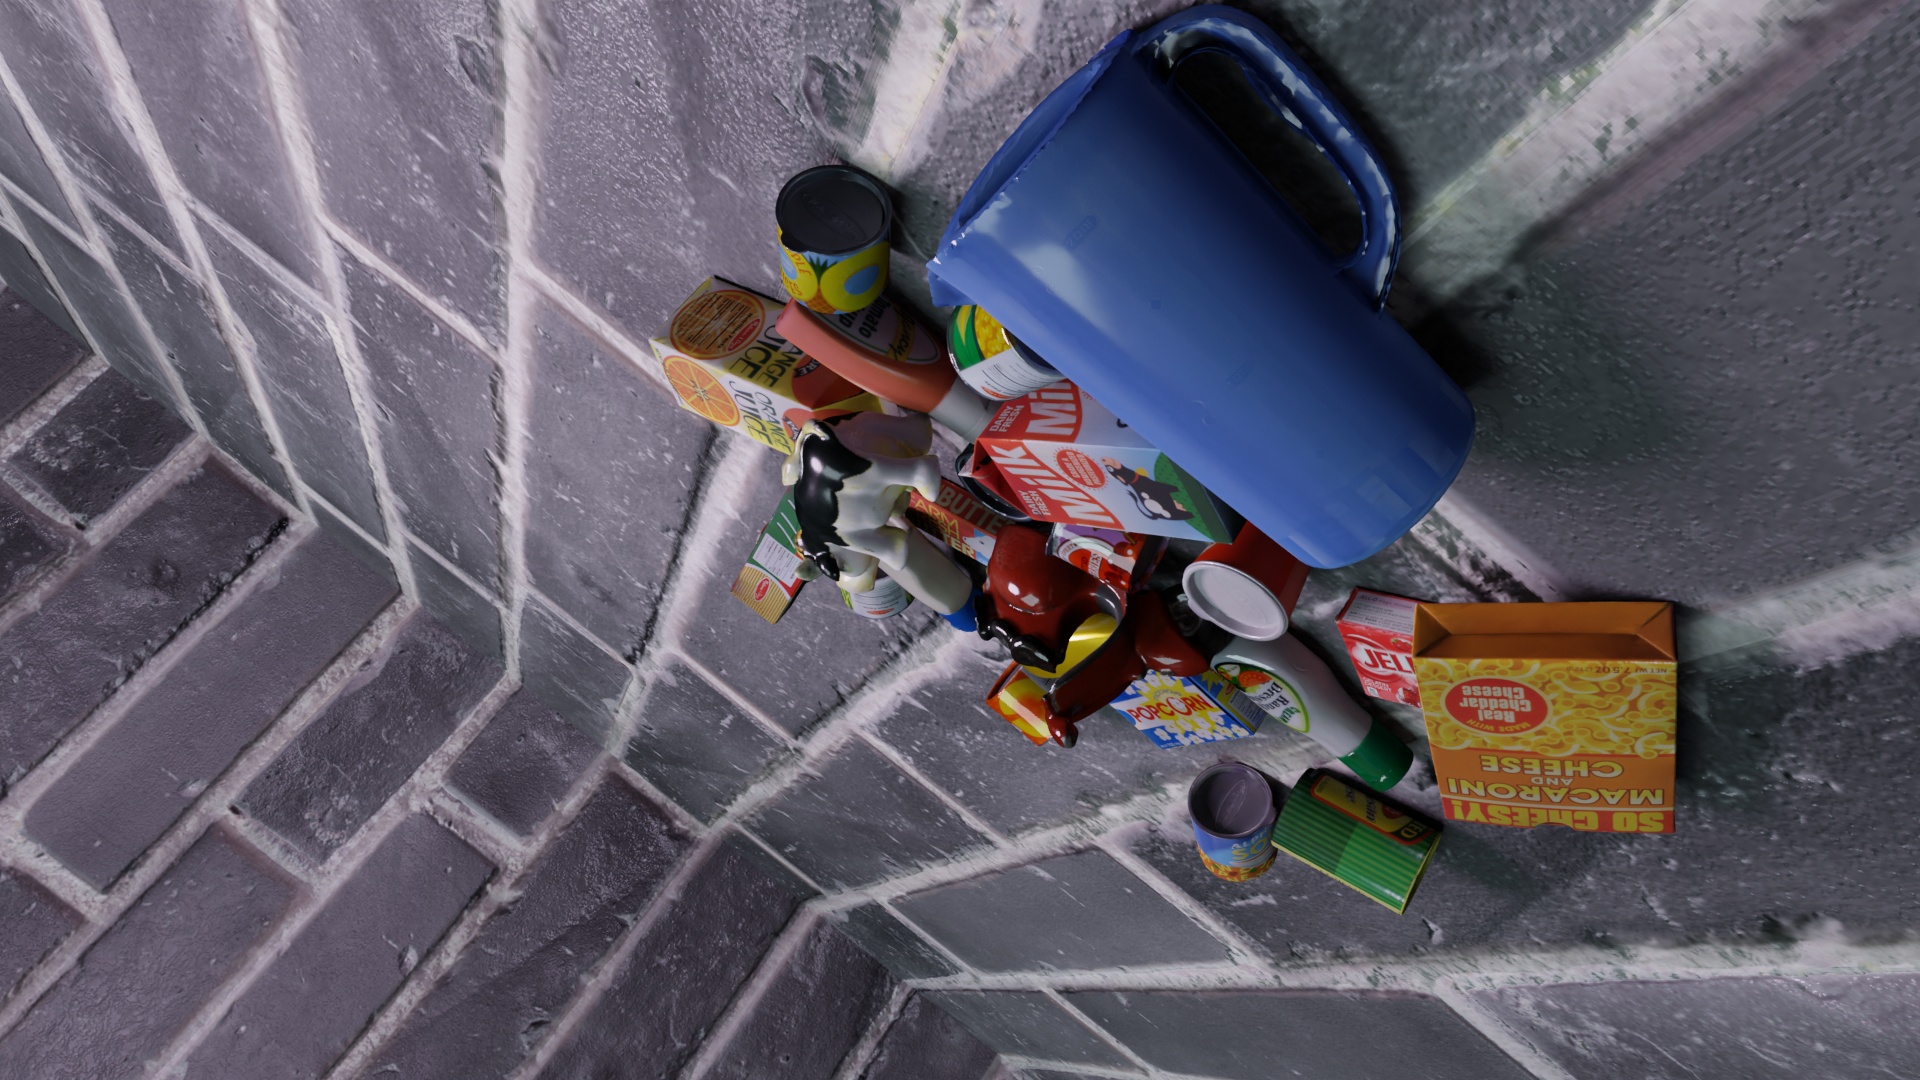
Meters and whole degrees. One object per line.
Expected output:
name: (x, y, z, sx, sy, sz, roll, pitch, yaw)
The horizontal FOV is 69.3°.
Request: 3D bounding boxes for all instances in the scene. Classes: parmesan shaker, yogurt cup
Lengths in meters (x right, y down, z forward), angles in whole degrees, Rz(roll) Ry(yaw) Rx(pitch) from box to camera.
parmesan shaker: (0.286, 0.217, 1.008, 0.103, 0.071, 0.071, 26, 153, 24)
yogurt cup: (0.175, 0.019, 0.829, 0.072, 0.054, 0.072, 30, 154, 16)

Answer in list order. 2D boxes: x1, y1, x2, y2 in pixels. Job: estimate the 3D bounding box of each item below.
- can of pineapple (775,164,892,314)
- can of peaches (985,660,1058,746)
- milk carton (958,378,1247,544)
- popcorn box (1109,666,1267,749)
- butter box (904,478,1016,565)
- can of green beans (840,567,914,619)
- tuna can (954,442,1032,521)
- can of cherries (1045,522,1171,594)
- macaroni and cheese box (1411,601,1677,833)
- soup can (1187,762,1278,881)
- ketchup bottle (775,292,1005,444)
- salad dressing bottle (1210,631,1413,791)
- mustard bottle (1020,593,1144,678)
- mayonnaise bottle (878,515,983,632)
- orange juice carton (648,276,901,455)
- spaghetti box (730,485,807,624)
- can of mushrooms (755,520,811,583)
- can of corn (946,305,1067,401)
can of pineapple: (-0.075, -0.174, 0.808, 0.071, 0.071, 0.057, 32, 155, 12)
can of peaches: (0.061, 0.129, 1.154, 0.058, 0.071, 0.071, 40, 155, -4)
milk carton: (0.082, -0.056, 0.800, 0.190, 0.072, 0.073, 9, 144, 46)
popcorn box: (0.160, 0.110, 1.027, 0.085, 0.038, 0.126, 41, 155, -10)
butter box: (0.004, -0.013, 1.037, 0.103, 0.024, 0.053, 29, 155, 18)
can of green beans: (-0.070, 0.023, 1.147, 0.071, 0.071, 0.057, 28, 153, 20)
tuna can: (0.033, -0.047, 0.928, 0.071, 0.033, 0.070, 30, 154, 16)
can of cherries: (0.096, -0.005, 0.871, 0.058, 0.072, 0.071, 28, 154, 19)
macaroni and cheese box: (0.318, 0.099, 0.751, 0.123, 0.040, 0.165, -2, 139, 26)
soup can: (0.223, 0.229, 1.117, 0.071, 0.071, 0.083, 22, 152, 30)
ketchup bottle: (-0.041, -0.116, 0.877, 0.149, 0.065, 0.043, 34, 140, -14)
salad dressing bottle: (0.232, 0.107, 0.918, 0.147, 0.044, 0.064, 39, 155, -4)
mustard bottle: (0.104, 0.066, 0.997, 0.160, 0.065, 0.048, -8, 124, 51)
mayonnaise bottle: (-0.025, 0.026, 1.089, 0.065, 0.041, 0.147, 27, 169, 41)
orange juice carton: (-0.116, -0.110, 0.969, 0.193, 0.073, 0.071, 24, 152, 25)
spaghetti box: (-0.122, -0.015, 1.107, 0.050, 0.029, 0.248, 37, 137, 0)
can of mushrooms: (-0.143, 0.003, 1.214, 0.071, 0.071, 0.033, 16, 148, 38)
can of corn: (0.035, -0.118, 0.768, 0.071, 0.071, 0.058, 45, 153, -17)
